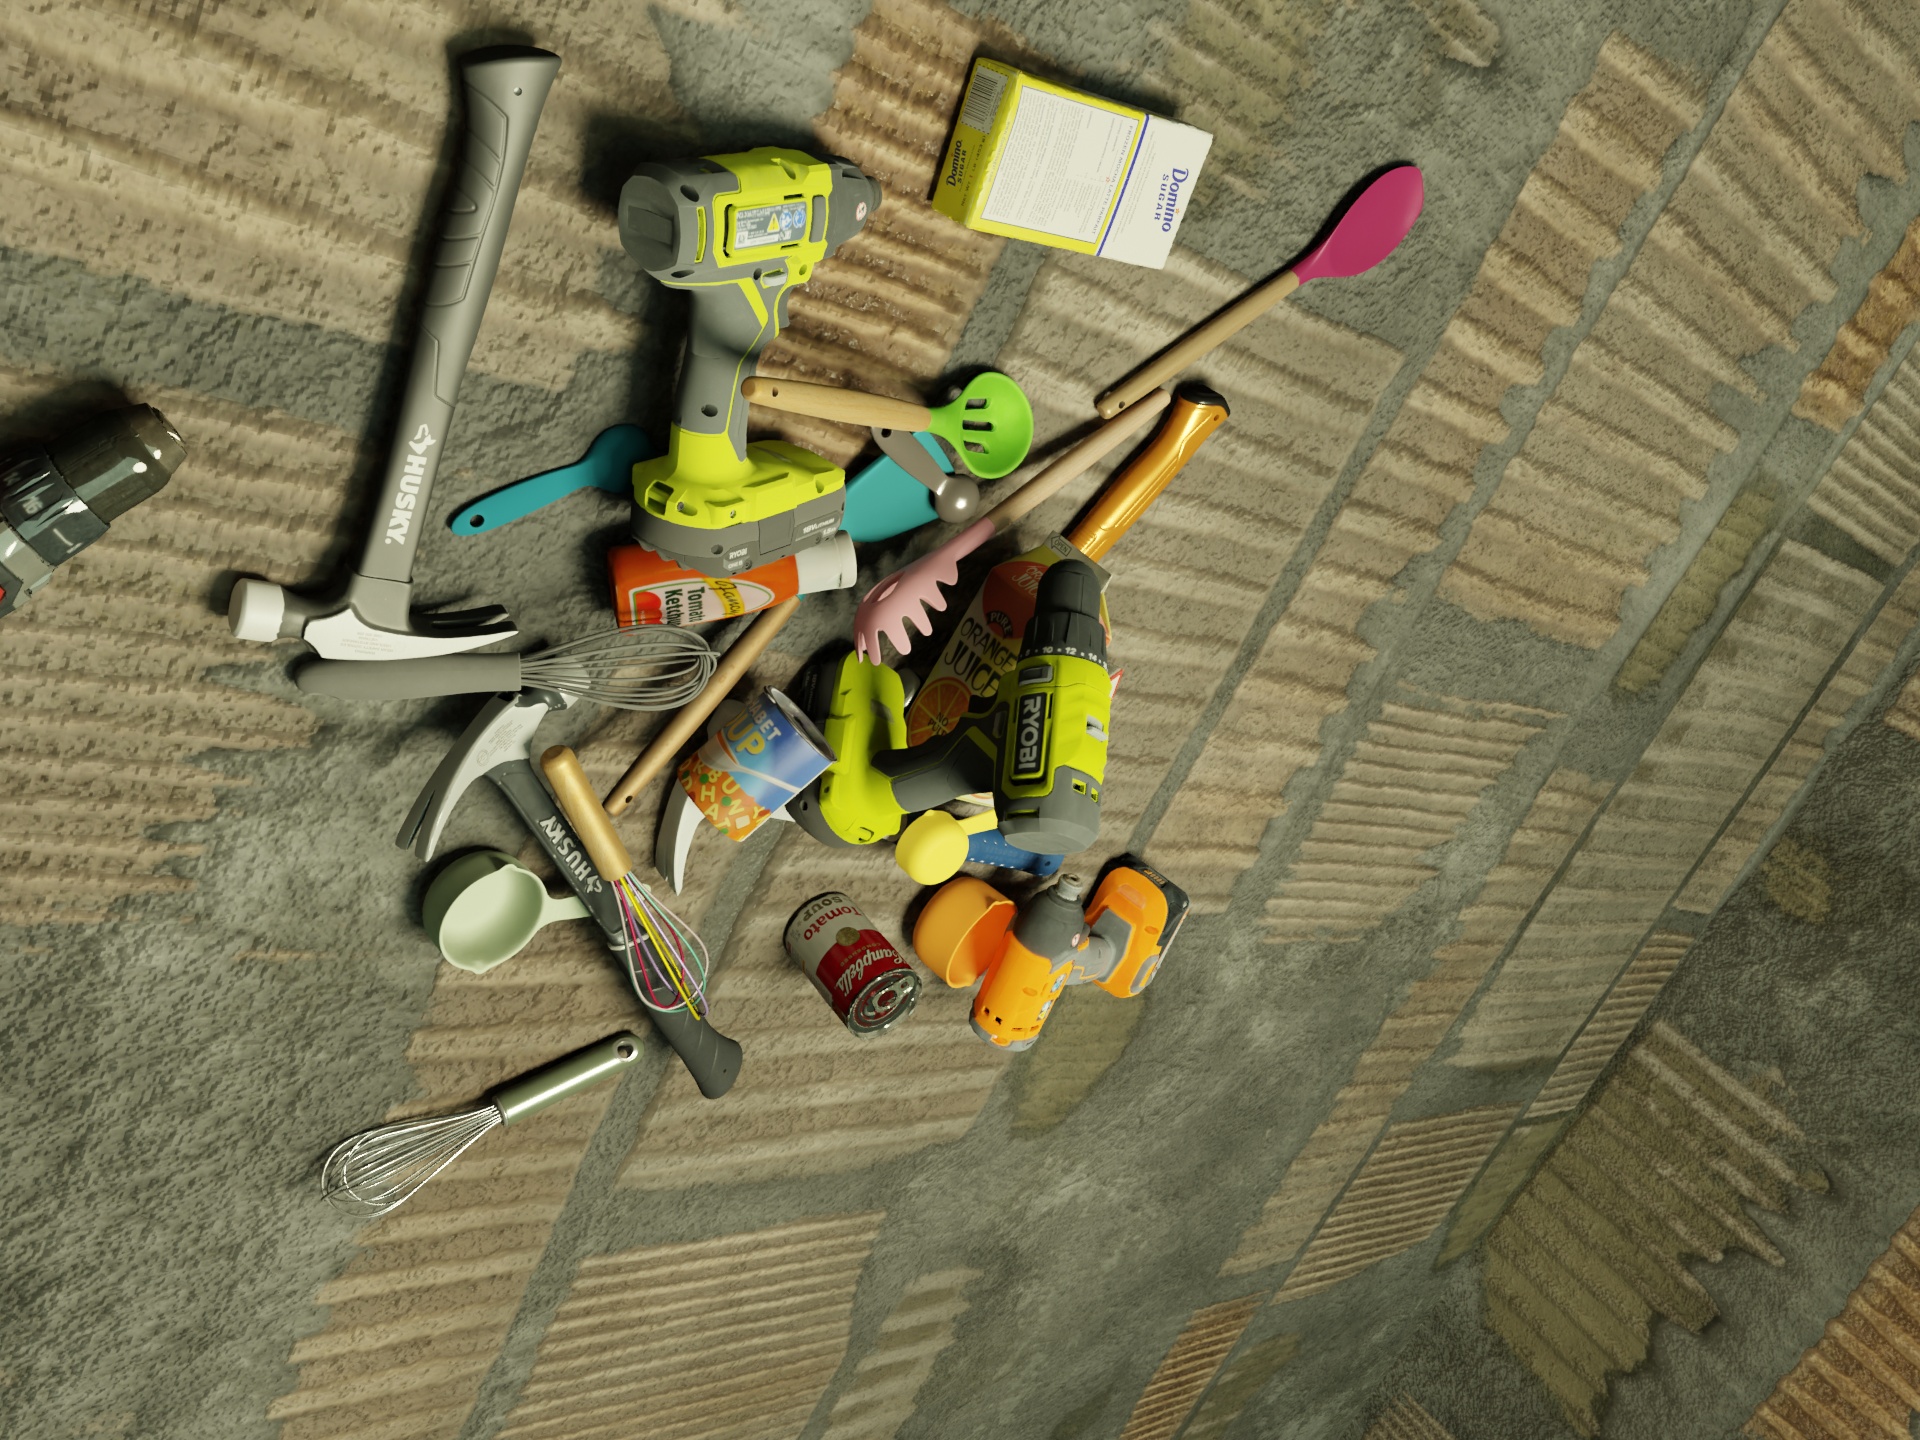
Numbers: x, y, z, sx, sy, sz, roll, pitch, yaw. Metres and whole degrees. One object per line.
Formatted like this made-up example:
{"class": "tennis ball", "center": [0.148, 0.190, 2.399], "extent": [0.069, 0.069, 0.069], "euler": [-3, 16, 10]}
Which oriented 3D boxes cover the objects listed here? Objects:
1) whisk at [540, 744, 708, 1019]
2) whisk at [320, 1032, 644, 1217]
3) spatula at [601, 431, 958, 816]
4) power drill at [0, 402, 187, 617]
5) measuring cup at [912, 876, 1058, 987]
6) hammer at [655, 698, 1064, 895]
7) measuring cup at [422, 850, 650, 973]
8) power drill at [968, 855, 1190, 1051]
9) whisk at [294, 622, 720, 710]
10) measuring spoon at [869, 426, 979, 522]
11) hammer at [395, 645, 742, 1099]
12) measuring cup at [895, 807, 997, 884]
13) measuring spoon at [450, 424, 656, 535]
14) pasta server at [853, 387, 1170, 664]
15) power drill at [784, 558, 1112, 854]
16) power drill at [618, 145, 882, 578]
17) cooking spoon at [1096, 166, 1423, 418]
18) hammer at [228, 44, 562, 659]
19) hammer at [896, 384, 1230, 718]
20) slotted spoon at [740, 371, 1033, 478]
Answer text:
{"class": "whisk", "center": [-0.216, 0.109, 1.025], "extent": [0.051, 0.047, 0.244], "euler": [-8, 129, 13]}
{"class": "whisk", "center": [-0.340, 0.287, 1.150], "extent": [0.246, 0.058, 0.059], "euler": [-22, 169, -31]}
{"class": "spatula", "center": [-0.119, -0.059, 1.033], "extent": [0.317, 0.044, 0.082], "euler": [-51, 146, -12]}
{"class": "power drill", "center": [-0.464, -0.132, 0.669], "extent": [0.188, 0.080, 0.226], "euler": [-36, 142, -12]}
{"class": "measuring cup", "center": [0.027, 0.161, 1.368], "extent": [0.173, 0.052, 0.095], "euler": [-28, 142, -45]}
{"class": "hammer", "center": [-0.060, 0.086, 1.234], "extent": [0.405, 0.035, 0.144], "euler": [15, 111, -47]}
{"class": "measuring cup", "center": [-0.283, 0.118, 1.067], "extent": [0.167, 0.038, 0.083], "euler": [-4, 120, -50]}
{"class": "power drill", "center": [0.111, 0.189, 1.399], "extent": [0.226, 0.084, 0.164], "euler": [-11, 130, -53]}
{"class": "whisk", "center": [-0.258, -0.030, 0.925], "extent": [0.239, 0.055, 0.055], "euler": [-3, 125, -18]}
{"class": "measuring spoon", "center": [-0.021, -0.162, 1.028], "extent": [0.034, 0.018, 0.124], "euler": [-54, 143, 0]}
{"class": "hammer", "center": [-0.235, 0.141, 1.074], "extent": [0.149, 0.036, 0.408], "euler": [-50, 141, -27]}
{"class": "measuring cup", "center": [0.021, 0.089, 1.256], "extent": [0.156, 0.029, 0.062], "euler": [-16, 131, -30]}
{"class": "measuring spoon", "center": [-0.230, -0.131, 0.915], "extent": [0.128, 0.021, 0.042], "euler": [-28, 137, -23]}
{"class": "pasta server", "center": [0.042, -0.143, 1.106], "extent": [0.316, 0.060, 0.040], "euler": [-39, 115, -25]}
{"class": "power drill", "center": [-0.002, -0.003, 1.062], "extent": [0.080, 0.228, 0.191], "euler": [29, 60, -48]}
{"class": "power drill", "center": [-0.115, -0.207, 0.904], "extent": [0.171, 0.080, 0.223], "euler": [-28, 136, -46]}
{"class": "cooking spoon", "center": [0.225, -0.313, 1.171], "extent": [0.319, 0.017, 0.068], "euler": [-37, 138, -13]}
{"class": "hammer", "center": [-0.267, -0.181, 0.826], "extent": [0.146, 0.035, 0.334], "euler": [7, 116, -37]}
{"class": "hammer", "center": [0.086, -0.113, 1.200], "extent": [0.337, 0.034, 0.127], "euler": [-49, 140, 2]}
{"class": "slotted spoon", "center": [-0.037, -0.187, 0.962], "extent": [0.313, 0.031, 0.070], "euler": [-11, 106, -61]}
